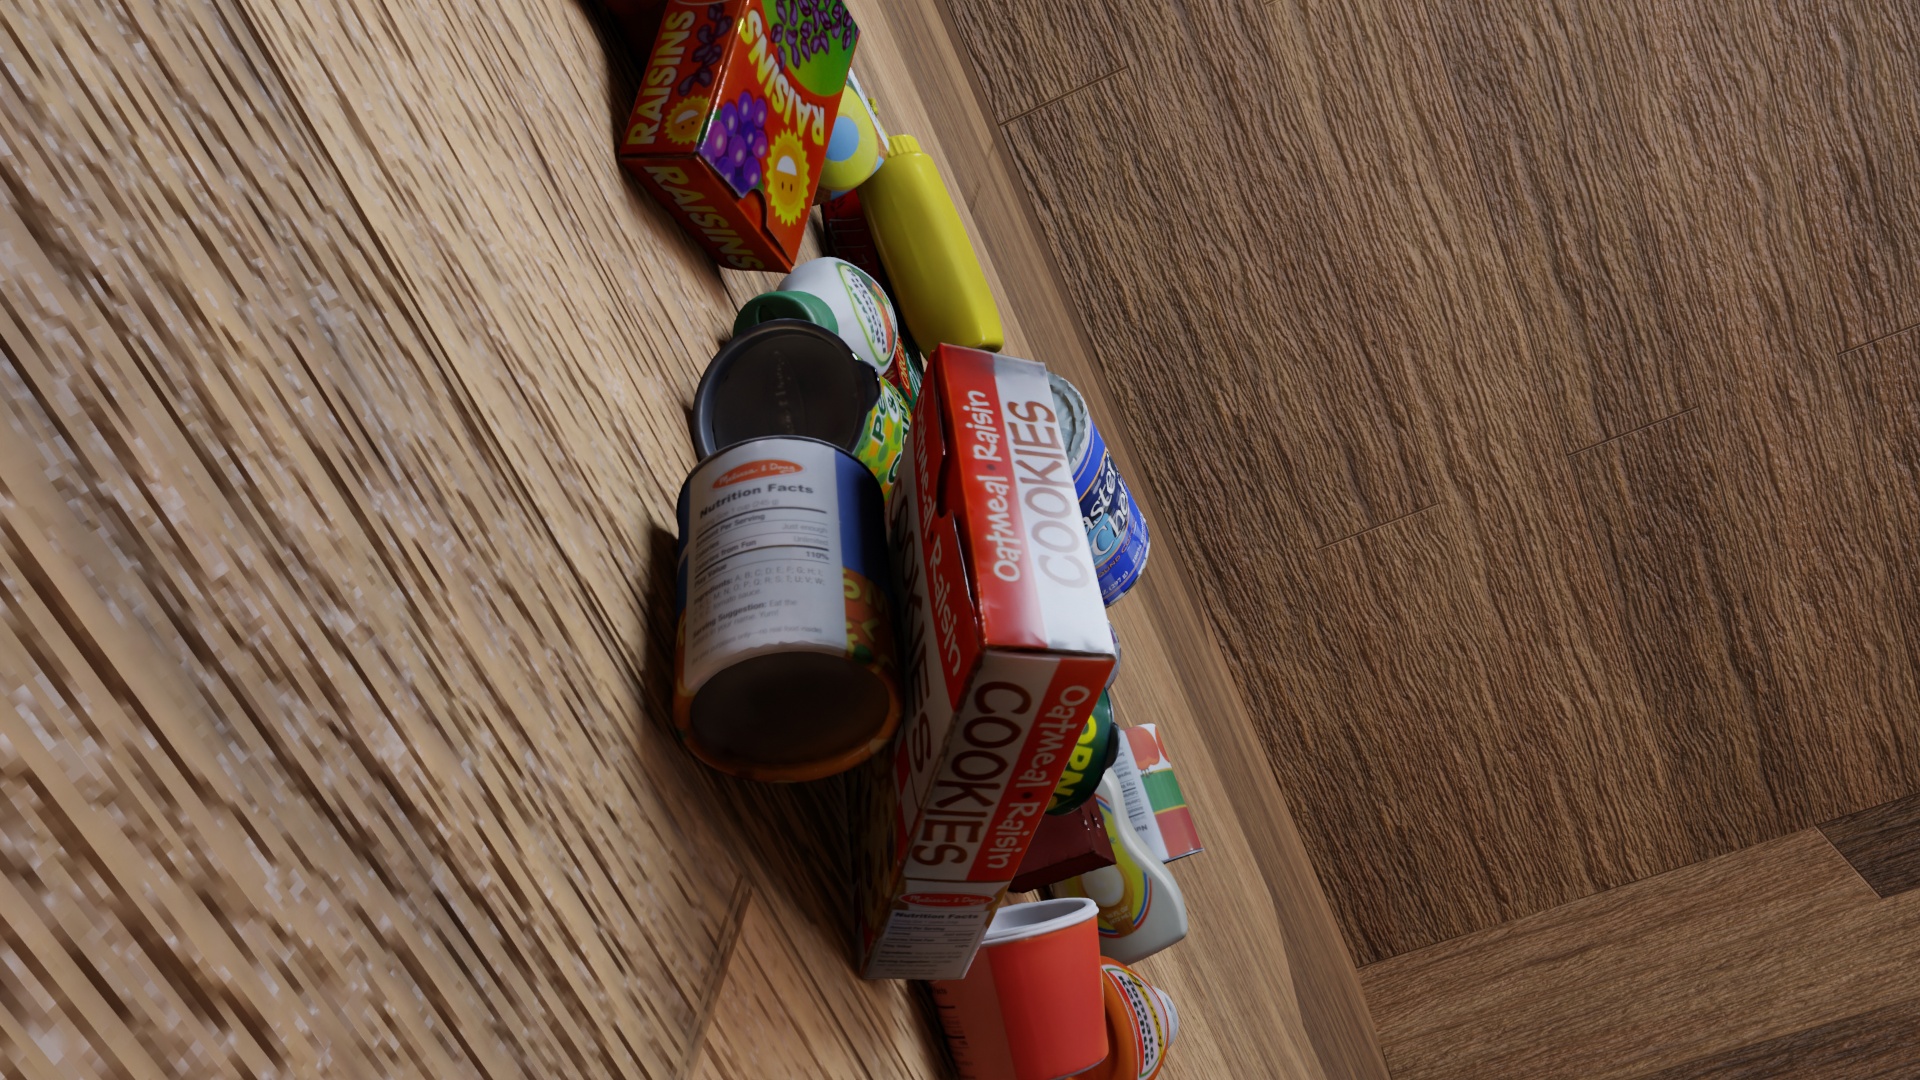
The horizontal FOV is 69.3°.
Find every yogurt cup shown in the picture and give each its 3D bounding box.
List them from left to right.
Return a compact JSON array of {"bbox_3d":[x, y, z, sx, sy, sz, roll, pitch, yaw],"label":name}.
[{"bbox_3d":[0.021,0.163,0.501,0.072,0.072,0.054,23,55,-74],"label":"yogurt cup"}]

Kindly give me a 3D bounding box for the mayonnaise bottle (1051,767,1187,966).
[{"bbox_3d":[0.060,0.145,0.716,0.148,0.065,0.041,64,7,0],"label":"mayonnaise bottle"}]

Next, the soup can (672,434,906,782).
[{"bbox_3d":[-0.052,0.022,0.417,0.084,0.071,0.071,-100,163,-44],"label":"soup can"}]

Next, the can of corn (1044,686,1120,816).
[{"bbox_3d":[0.024,0.081,0.597,0.058,0.071,0.071,17,42,-30],"label":"can of corn"}]

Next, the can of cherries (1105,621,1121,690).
[{"bbox_3d":[0.057,0.069,0.831,0.058,0.071,0.071,1,68,-77],"label":"can of cherries"}]

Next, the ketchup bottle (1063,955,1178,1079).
[{"bbox_3d":[0.073,0.230,0.657,0.148,0.043,0.065,42,28,-66],"label":"ketchup bottle"}]

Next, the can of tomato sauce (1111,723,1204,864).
[{"bbox_3d":[0.107,0.164,0.869,0.071,0.071,0.083,34,35,-70],"label":"can of tomato sauce"}]

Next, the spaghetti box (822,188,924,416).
[{"bbox_3d":[-0.054,-0.155,0.817,0.050,0.028,0.251,53,19,-48],"label":"spaghetti box"}]

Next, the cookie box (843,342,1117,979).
[{"bbox_3d":[-0.004,0.042,0.440,0.123,0.040,0.166,-100,-159,-44],"label":"cookie box"}]

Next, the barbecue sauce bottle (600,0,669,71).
[{"bbox_3d":[-0.119,-0.219,0.603,0.148,0.043,0.065,42,35,-63],"label":"barbecue sauce bottle"}]

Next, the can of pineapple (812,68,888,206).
[{"bbox_3d":[-0.080,-0.215,0.724,0.071,0.071,0.057,-98,163,-49],"label":"can of pineapple"}]

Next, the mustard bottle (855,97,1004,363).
[{"bbox_3d":[-0.025,-0.176,0.787,0.160,0.049,0.065,68,14,5],"label":"mustard bottle"}]

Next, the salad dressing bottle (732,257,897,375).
[{"bbox_3d":[-0.064,-0.095,0.624,0.148,0.044,0.064,-56,124,-76],"label":"salad dressing bottle"}]

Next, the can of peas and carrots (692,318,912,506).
[{"bbox_3d":[-0.053,-0.042,0.509,0.058,0.071,0.071,34,36,-71],"label":"can of peas and carrots"}]

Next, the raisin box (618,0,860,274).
[{"bbox_3d":[-0.087,-0.185,0.572,0.086,0.040,0.123,47,52,-62],"label":"raisin box"}]
